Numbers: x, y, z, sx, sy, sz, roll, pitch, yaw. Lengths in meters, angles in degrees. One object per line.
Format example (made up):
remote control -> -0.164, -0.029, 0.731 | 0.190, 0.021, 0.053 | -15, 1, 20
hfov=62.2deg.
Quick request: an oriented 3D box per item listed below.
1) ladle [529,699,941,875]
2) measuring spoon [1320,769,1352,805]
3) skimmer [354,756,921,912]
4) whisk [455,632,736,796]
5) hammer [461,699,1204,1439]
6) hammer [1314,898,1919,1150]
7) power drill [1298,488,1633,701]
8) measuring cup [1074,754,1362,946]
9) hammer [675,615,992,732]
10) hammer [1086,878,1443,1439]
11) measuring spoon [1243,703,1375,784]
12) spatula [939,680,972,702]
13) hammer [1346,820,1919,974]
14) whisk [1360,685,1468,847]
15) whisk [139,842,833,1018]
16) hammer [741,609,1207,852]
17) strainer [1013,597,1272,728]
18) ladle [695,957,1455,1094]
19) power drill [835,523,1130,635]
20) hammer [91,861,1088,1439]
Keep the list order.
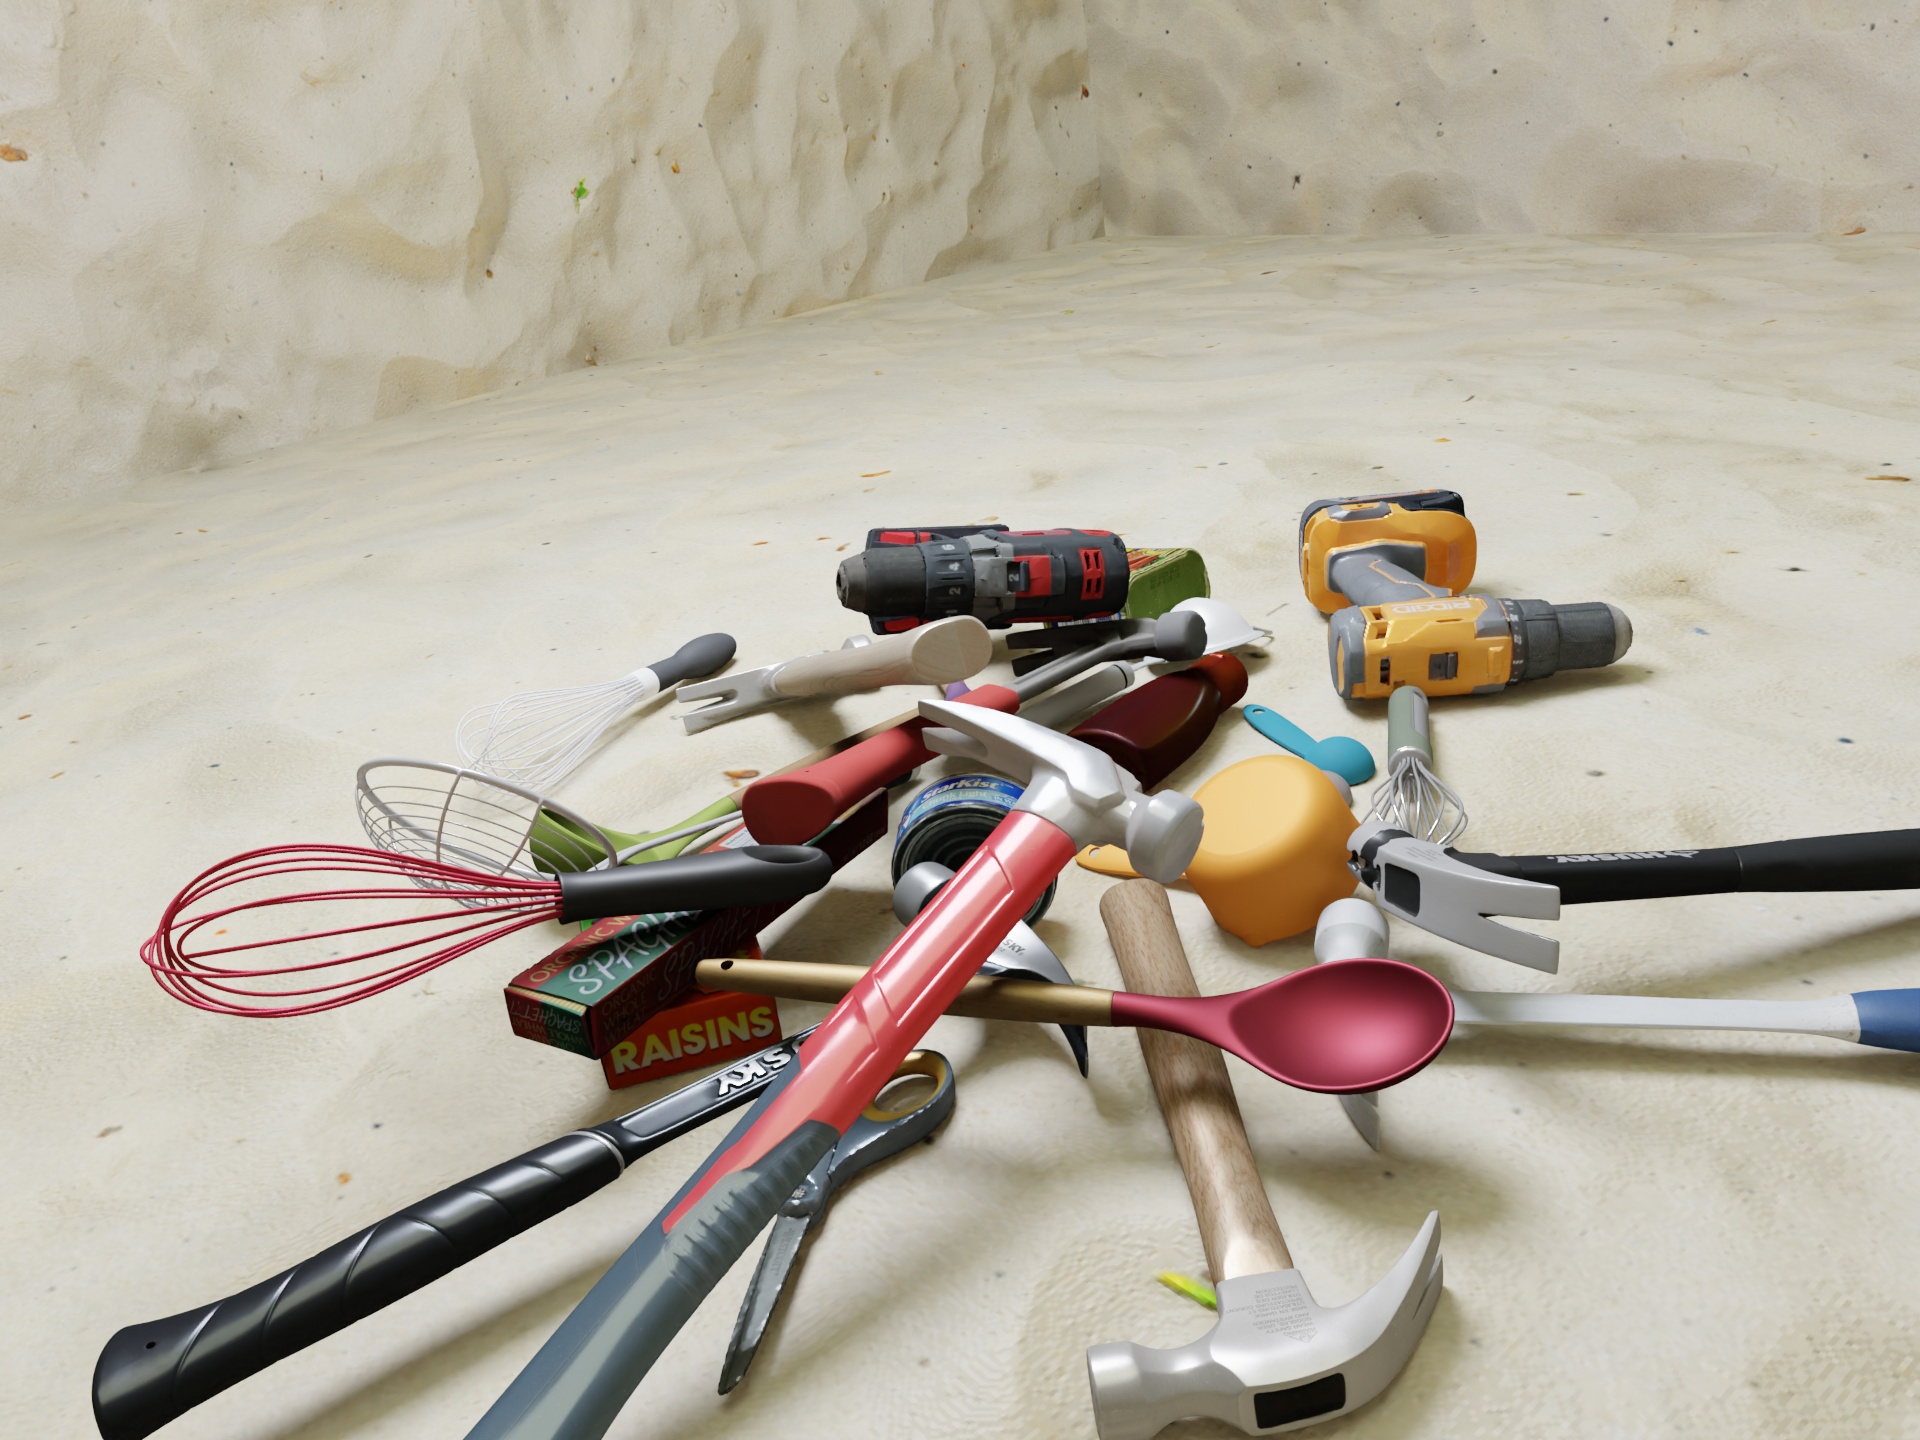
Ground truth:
ladle -> -0.122, 0.034, 0.985 | 0.078, 0.062, 0.320 | 26, 37, 36
measuring spoon -> 0.186, 0.057, 0.866 | 0.034, 0.018, 0.124 | 3, 26, 25
skimmer -> -0.148, 0.030, 0.867 | 0.127, 0.090, 0.363 | -9, 5, 39
whisk -> -0.253, -0.016, 1.150 | 0.070, 0.070, 0.284 | 5, 22, 29
hammer -> -0.066, 0.135, 0.603 | 0.143, 0.038, 0.386 | 23, 53, 30
hammer -> 0.345, 0.123, 0.635 | 0.405, 0.035, 0.144 | -1, 24, 17
power drill -> 0.330, -0.085, 1.079 | 0.185, 0.084, 0.226 | -5, 27, 4
measuring cup -> 0.119, 0.059, 0.815 | 0.174, 0.052, 0.095 | 0, 48, 41
hammer -> -0.078, -0.028, 0.969 | 0.146, 0.038, 0.411 | -16, 4, -16
hammer -> 0.099, 0.153, 0.654 | 0.130, 0.031, 0.331 | -9, 23, 0
measuring spoon -> 0.207, 0.006, 0.973 | 0.042, 0.021, 0.129 | -15, 25, -16
spatula -> -0.009, -0.027, 1.105 | 0.059, 0.018, 0.316 | -4, 18, -8
hammer -> 0.355, 0.066, 0.703 | 0.334, 0.035, 0.146 | -2, 8, -7
whisk -> 0.250, 0.028, 0.880 | 0.059, 0.058, 0.246 | -36, 8, 24
whisk -> -0.197, 0.080, 0.701 | 0.295, 0.073, 0.073 | -5, 20, -24
hammer -> -0.001, -0.003, 0.910 | 0.149, 0.036, 0.359 | -6, 13, 37
strainer -> 0.116, -0.036, 1.085 | 0.258, 0.050, 0.087 | -26, 13, -29
ladle -> 0.037, 0.116, 0.651 | 0.315, 0.031, 0.069 | 2, 36, 16
power drill -> -0.008, -0.096, 1.085 | 0.188, 0.080, 0.227 | -4, 6, -16
hammer -> -0.127, 0.170, 0.639 | 0.409, 0.036, 0.149 | -22, 32, -30
